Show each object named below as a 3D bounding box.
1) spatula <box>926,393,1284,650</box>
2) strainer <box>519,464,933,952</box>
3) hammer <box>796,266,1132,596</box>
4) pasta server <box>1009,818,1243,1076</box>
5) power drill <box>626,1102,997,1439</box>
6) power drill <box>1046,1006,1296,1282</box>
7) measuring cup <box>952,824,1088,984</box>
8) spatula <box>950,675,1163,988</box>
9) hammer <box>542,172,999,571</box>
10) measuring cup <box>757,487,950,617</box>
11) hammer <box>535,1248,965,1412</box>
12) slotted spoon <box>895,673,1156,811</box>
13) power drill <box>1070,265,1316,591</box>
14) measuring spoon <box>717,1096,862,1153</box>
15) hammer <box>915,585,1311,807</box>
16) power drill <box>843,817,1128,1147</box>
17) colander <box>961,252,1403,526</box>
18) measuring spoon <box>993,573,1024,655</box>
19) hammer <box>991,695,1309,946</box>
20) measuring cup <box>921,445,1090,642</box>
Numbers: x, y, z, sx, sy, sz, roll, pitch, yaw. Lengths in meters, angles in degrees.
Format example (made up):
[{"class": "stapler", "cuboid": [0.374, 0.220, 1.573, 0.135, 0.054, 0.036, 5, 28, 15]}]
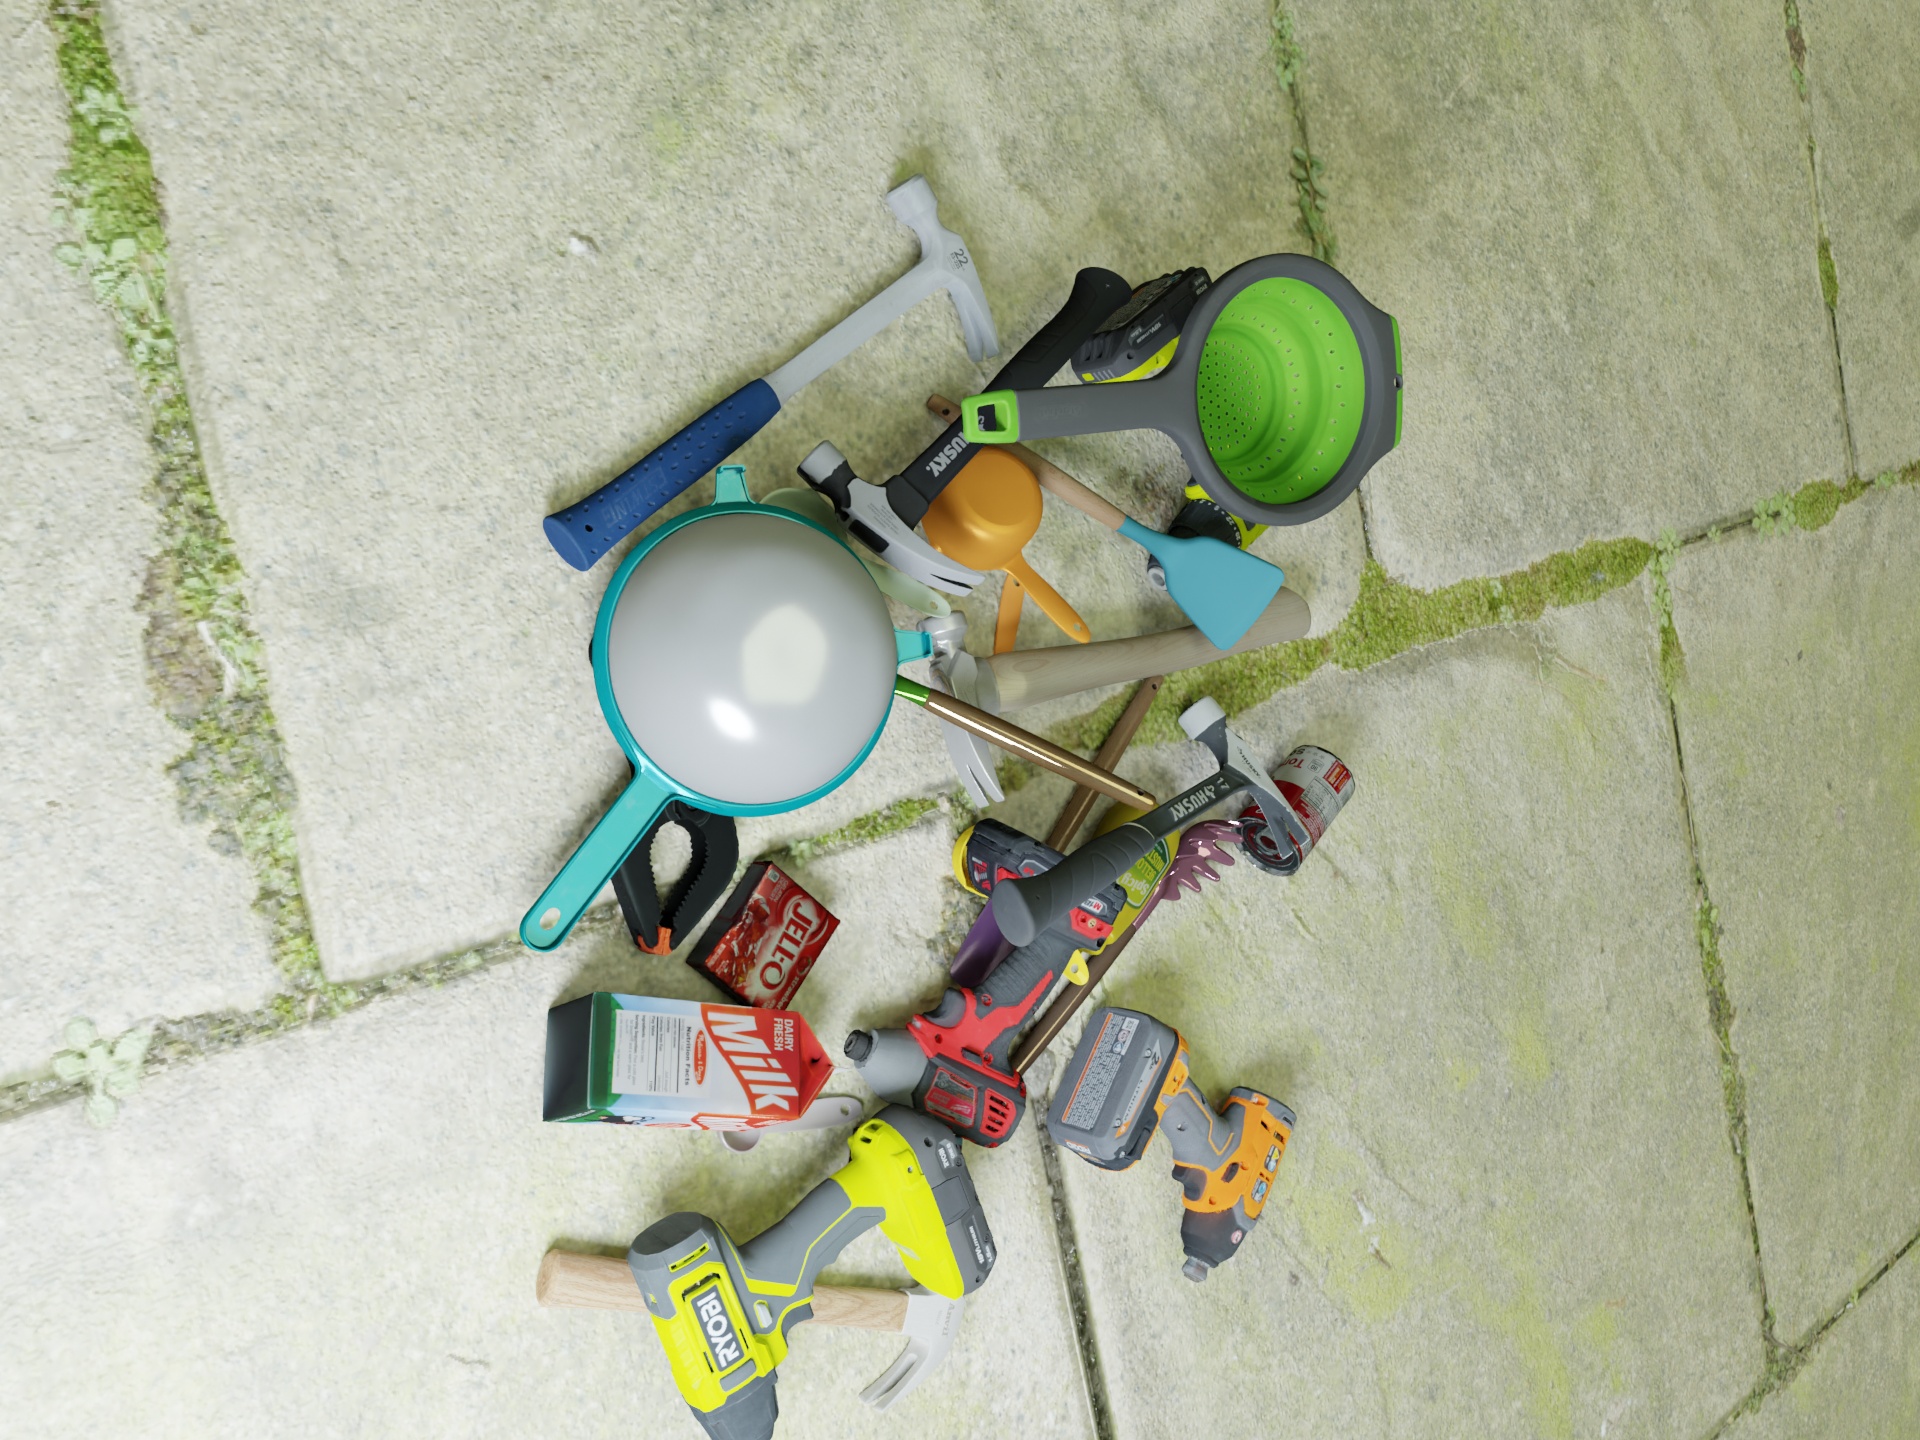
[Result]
[{"class": "spatula", "cuboid": [0.108, -0.167, 1.252, 0.317, 0.044, 0.082, 29, 111, -19]}, {"class": "strainer", "cuboid": [-0.158, 0.006, 1.004, 0.211, 0.095, 0.340, 42, 70, -17]}, {"class": "hammer", "cuboid": [0.033, -0.232, 1.175, 0.146, 0.035, 0.335, 44, 59, -6]}, {"class": "pasta server", "cuboid": [0.128, 0.189, 1.289, 0.316, 0.040, 0.060, -46, 147, -26]}, {"class": "power drill", "cuboid": [-0.093, 0.372, 1.061, 0.223, 0.080, 0.171, -25, 102, -30]}, {"class": "power drill", "cuboid": [0.174, 0.348, 1.293, 0.226, 0.084, 0.164, 40, 67, -32]}, {"class": "measuring cup", "cuboid": [0.049, 0.144, 1.227, 0.062, 0.029, 0.156, -41, 107, -16]}, {"class": "spatula", "cuboid": [0.087, 0.087, 1.274, 0.059, 0.018, 0.316, 40, 67, -19]}, {"class": "hammer", "cuboid": [-0.124, -0.231, 1.120, 0.405, 0.035, 0.144, -44, 113, -29]}, {"class": "measuring cup", "cuboid": [-0.083, -0.105, 1.133, 0.167, 0.038, 0.083, 24, 65, -28]}, {"class": "hammer", "cuboid": [-0.134, 0.400, 1.094, 0.331, 0.031, 0.130, 19, 77, -34]}, {"class": "slotted spoon", "cuboid": [-0.002, -0.004, 1.135, 0.313, 0.031, 0.070, 25, 49, -6]}, {"class": "power drill", "cuboid": [0.188, -0.239, 1.326, 0.190, 0.080, 0.228, -43, 115, -24]}, {"class": "measuring spoon", "cuboid": [-0.121, 0.281, 1.120, 0.124, 0.018, 0.034, 3, 71, -43]}, {"class": "hammer", "cuboid": [0.147, -0.043, 1.290, 0.410, 0.038, 0.146, -13, 86, -38]}, {"class": "power drill", "cuboid": [0.015, 0.191, 1.163, 0.143, 0.079, 0.220, 29, 86, -21]}, {"class": "colander", "cuboid": [0.159, -0.243, 1.209, 0.397, 0.094, 0.204, -11, 103, -28]}, {"class": "measuring spoon", "cuboid": [0.038, -0.068, 1.248, 0.021, 0.011, 0.117, 16, 79, -35]}, {"class": "hammer", "cuboid": [0.142, 0.087, 1.186, 0.149, 0.036, 0.409, 52, 34, 10]}, {"class": "measuring cup", "cuboid": [0.047, -0.132, 1.195, 0.173, 0.052, 0.095, 47, 60, 1]}]
